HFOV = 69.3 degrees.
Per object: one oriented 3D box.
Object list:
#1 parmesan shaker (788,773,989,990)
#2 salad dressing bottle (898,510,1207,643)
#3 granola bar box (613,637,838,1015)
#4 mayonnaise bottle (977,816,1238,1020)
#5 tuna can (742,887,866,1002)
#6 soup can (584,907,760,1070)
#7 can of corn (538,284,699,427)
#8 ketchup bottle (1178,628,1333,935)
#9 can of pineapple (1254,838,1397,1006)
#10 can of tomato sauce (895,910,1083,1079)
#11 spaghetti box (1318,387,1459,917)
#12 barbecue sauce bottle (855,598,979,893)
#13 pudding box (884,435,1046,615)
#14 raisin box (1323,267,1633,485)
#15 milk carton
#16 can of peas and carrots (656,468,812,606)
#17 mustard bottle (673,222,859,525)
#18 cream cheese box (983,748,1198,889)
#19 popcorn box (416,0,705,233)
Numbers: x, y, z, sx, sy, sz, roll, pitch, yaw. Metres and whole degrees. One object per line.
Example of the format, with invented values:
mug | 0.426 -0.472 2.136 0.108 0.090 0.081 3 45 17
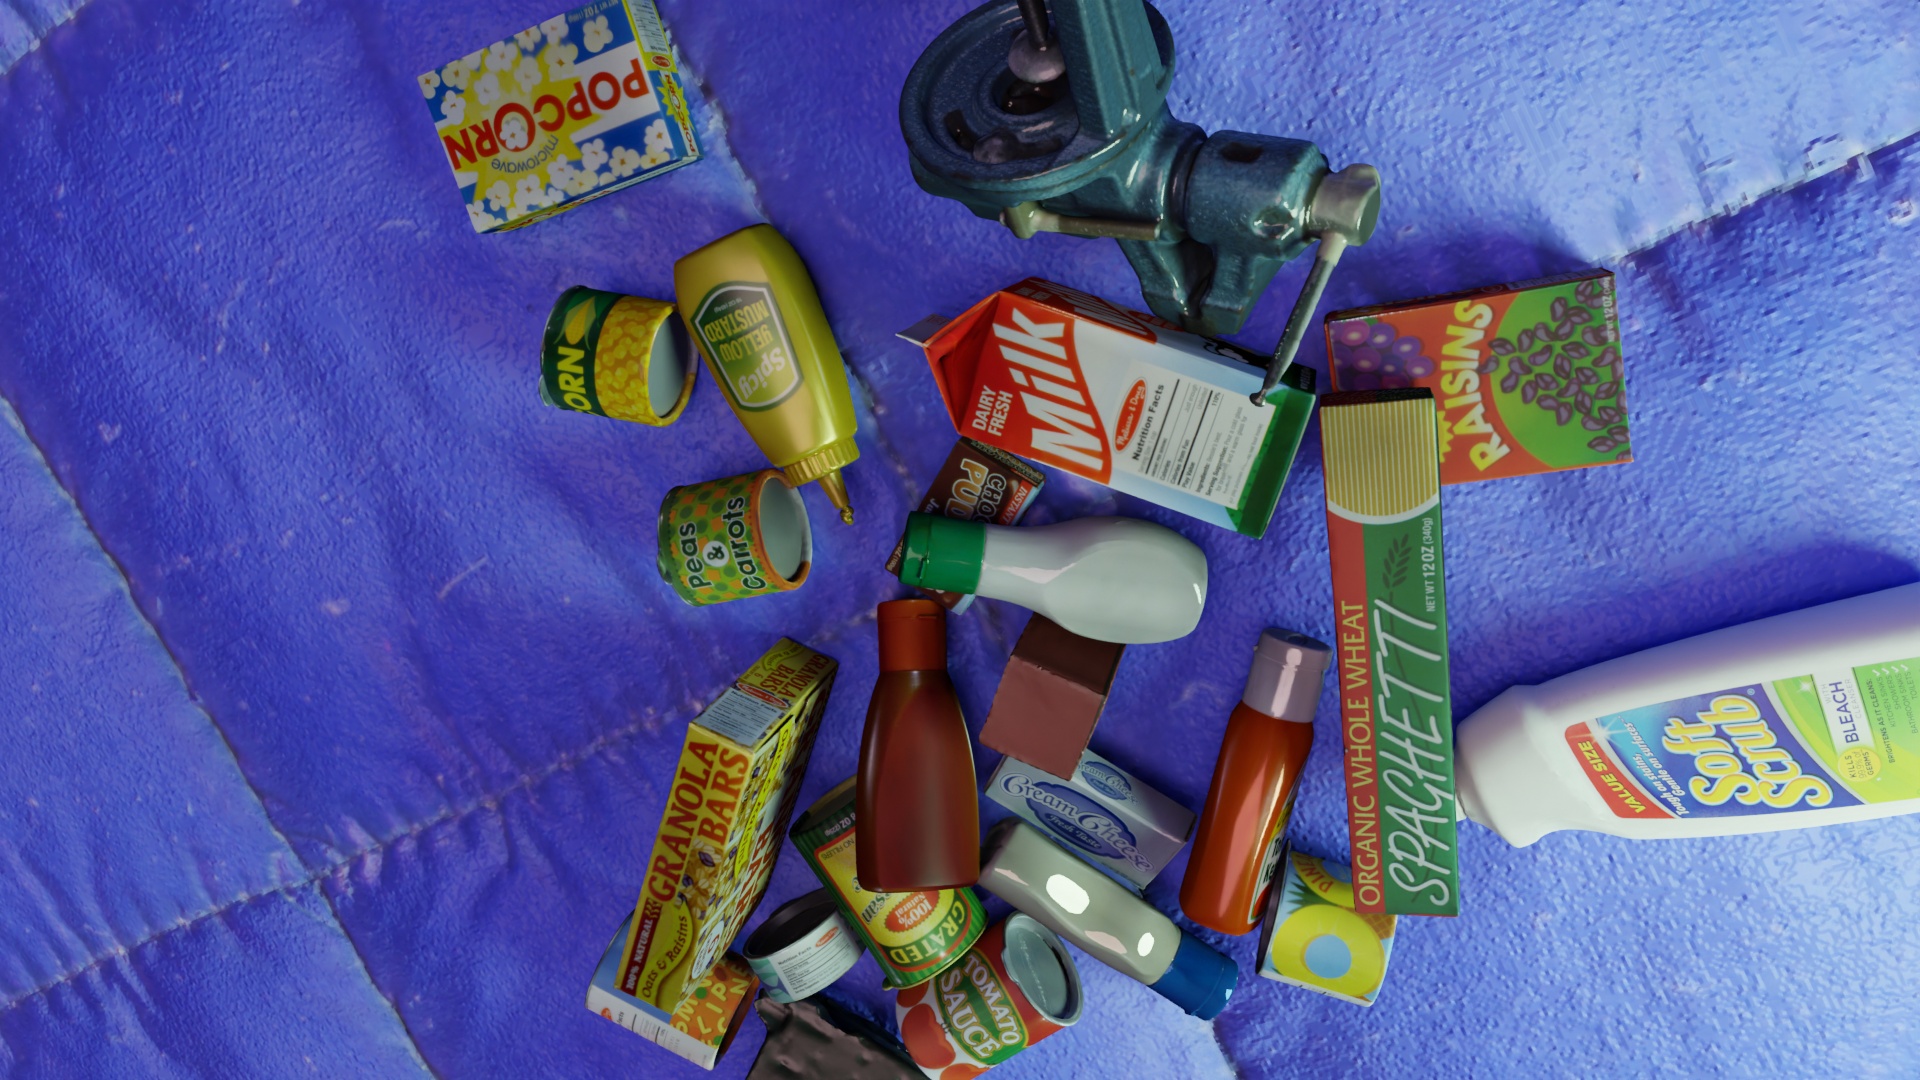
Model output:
parmesan shaker | -0.042 0.186 0.764 0.071 0.071 0.103 -33 95 21
salad dressing bottle | 0.045 0.014 0.684 0.148 0.044 0.064 9 120 -6
granola bar box | -0.123 0.150 0.747 0.039 0.124 0.165 22 110 8
mayonnaise bottle | 0.078 0.202 0.743 0.148 0.064 0.041 33 73 -3
tuna can | -0.088 0.230 0.794 0.071 0.071 0.033 -26 98 20
soup can | -0.167 0.262 0.824 0.084 0.071 0.071 24 110 7
can of corn | -0.177 -0.094 0.722 0.058 0.071 0.071 11 108 11
ketchup bottle | 0.149 0.119 0.700 0.043 0.065 0.148 16 101 19
can of pineapple | 0.186 0.195 0.707 0.058 0.071 0.070 14 109 11
can of tomato sauce | 0.014 0.255 0.768 0.083 0.071 0.071 -37 93 22
spaghetti box | 0.198 0.056 0.638 0.050 0.029 0.249 -3 103 18
barbecue sauce bottle | -0.024 0.106 0.724 0.043 0.065 0.148 -19 71 60
pudding box | 0.003 -0.009 0.719 0.050 0.030 0.083 32 111 3
raisin box | 0.234 -0.071 0.634 0.123 0.040 0.086 -7 104 18
milk carton | 0.066 -0.073 0.661 0.191 0.072 0.073 20 110 8
can of peas and carrots | -0.119 -0.001 0.732 0.058 0.071 0.070 -10 103 17
mustard bottle | -0.089 -0.080 0.713 0.065 0.049 0.160 -22 98 22
cream cheese box | 0.067 0.140 0.737 0.104 0.024 0.053 31 134 5
popcorn box | -0.204 -0.217 0.712 0.126 0.038 0.085 -14 102 19
